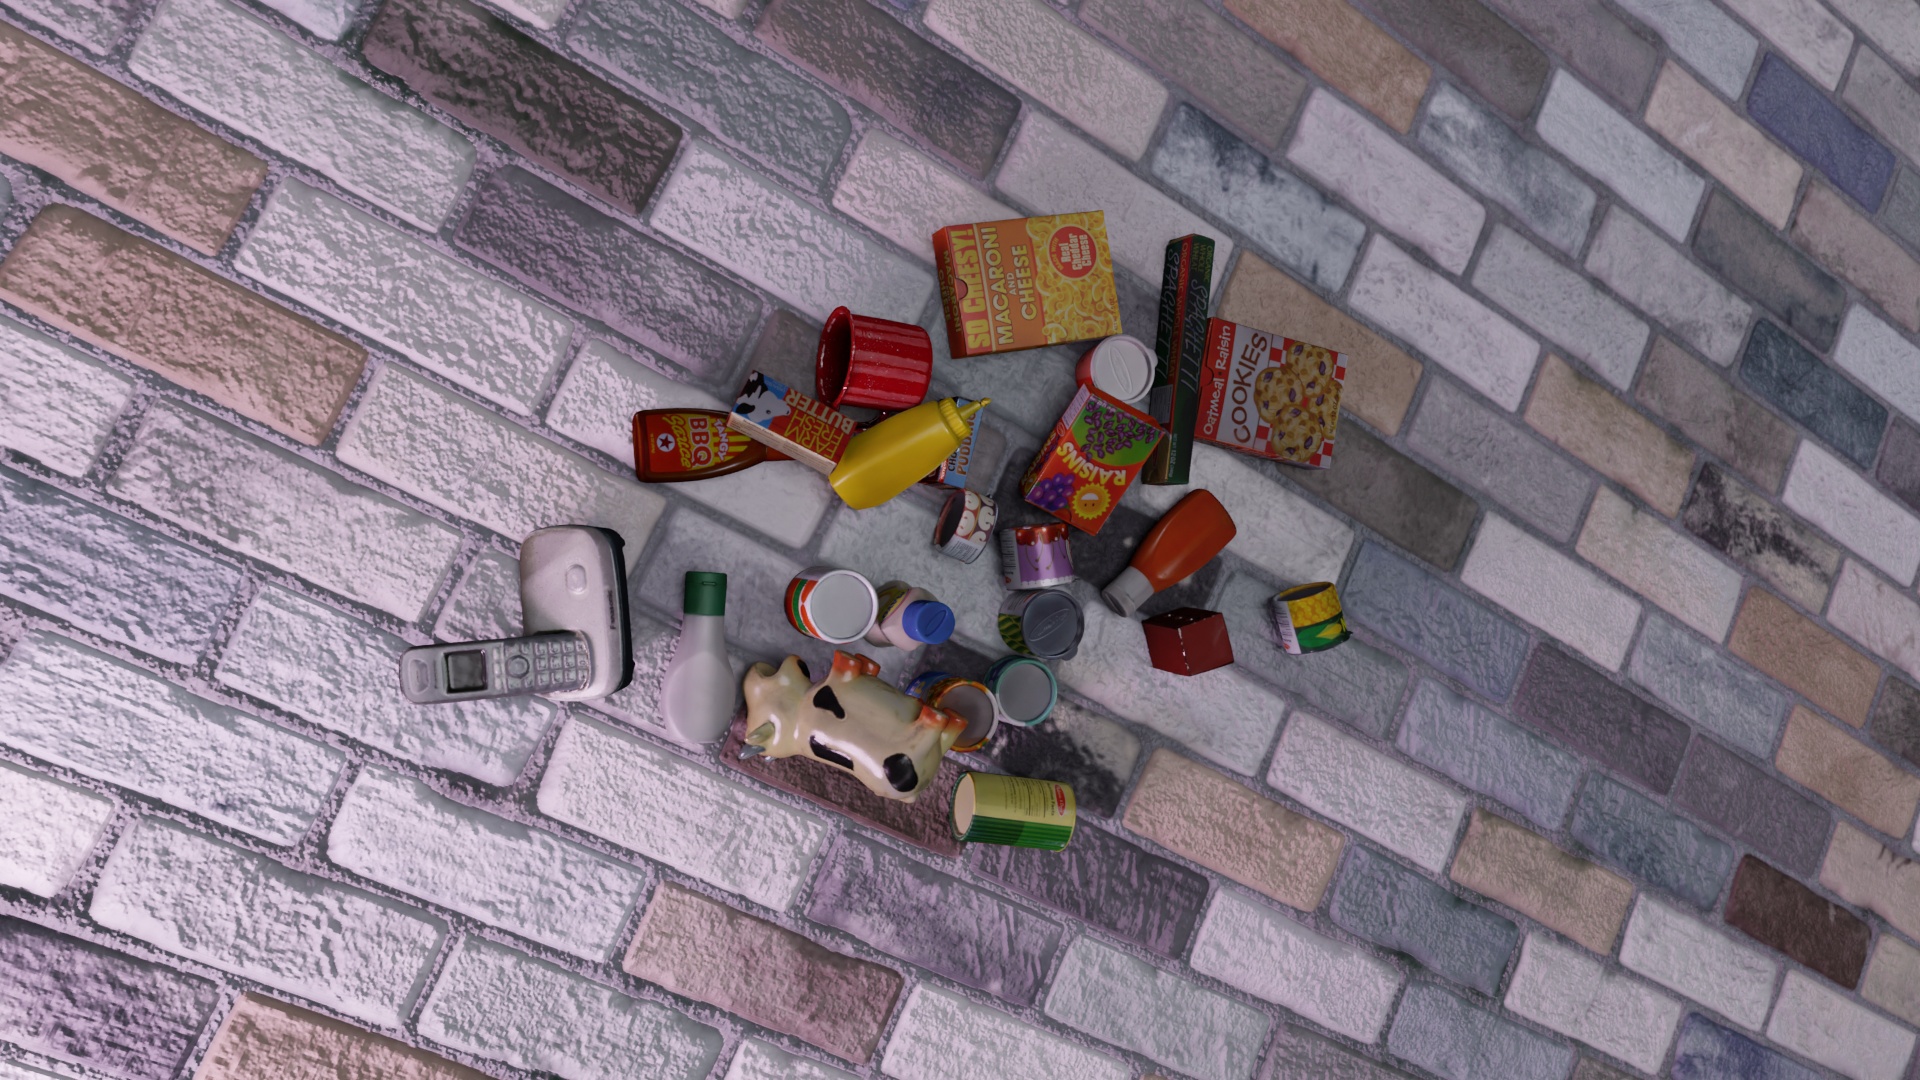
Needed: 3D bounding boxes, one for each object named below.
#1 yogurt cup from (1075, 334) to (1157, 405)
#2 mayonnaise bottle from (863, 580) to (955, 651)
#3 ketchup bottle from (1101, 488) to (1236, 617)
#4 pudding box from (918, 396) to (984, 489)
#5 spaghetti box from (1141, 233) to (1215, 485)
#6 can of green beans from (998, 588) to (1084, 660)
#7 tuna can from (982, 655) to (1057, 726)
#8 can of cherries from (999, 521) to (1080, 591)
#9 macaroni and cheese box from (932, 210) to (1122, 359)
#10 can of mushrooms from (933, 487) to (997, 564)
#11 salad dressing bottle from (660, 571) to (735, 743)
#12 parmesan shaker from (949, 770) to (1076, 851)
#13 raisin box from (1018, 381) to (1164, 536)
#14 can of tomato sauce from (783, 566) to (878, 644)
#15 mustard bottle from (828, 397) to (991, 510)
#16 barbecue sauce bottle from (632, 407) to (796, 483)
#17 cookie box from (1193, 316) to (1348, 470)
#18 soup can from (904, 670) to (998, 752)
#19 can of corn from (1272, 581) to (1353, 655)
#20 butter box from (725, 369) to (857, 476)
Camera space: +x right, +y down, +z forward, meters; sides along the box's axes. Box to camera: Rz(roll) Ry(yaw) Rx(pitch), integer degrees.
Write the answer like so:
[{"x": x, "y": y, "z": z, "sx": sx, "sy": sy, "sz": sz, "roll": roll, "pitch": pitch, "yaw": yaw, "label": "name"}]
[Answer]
[{"x": 0.147, "y": -0.164, "z": 1.352, "sx": 0.072, "sy": 0.054, "sz": 0.072, "roll": 0, "pitch": 90, "yaw": -21, "label": "yogurt cup"}, {"x": -0.047, "y": 0.068, "z": 1.227, "sx": 0.041, "sy": 0.148, "sz": 0.065, "roll": 43, "pitch": 76, "yaw": -16, "label": "mayonnaise bottle"}, {"x": 0.205, "y": 0.016, "z": 1.379, "sx": 0.149, "sy": 0.043, "sz": 0.064, "roll": -41, "pitch": 103, "yaw": -16, "label": "ketchup bottle"}, {"x": -0.009, "y": -0.090, "z": 1.295, "sx": 0.030, "sy": 0.049, "sz": 0.084, "roll": 17, "pitch": 84, "yaw": -24, "label": "pudding box"}, {"x": 0.216, "y": -0.178, "z": 1.381, "sx": 0.029, "sy": 0.050, "sz": 0.250, "roll": 8, "pitch": 87, "yaw": -23, "label": "spaghetti box"}, {"x": 0.076, "y": 0.078, "z": 1.322, "sx": 0.071, "sy": 0.058, "sz": 0.071, "roll": 0, "pitch": 90, "yaw": -21, "label": "can of green beans"}, {"x": 0.059, "y": 0.142, "z": 1.329, "sx": 0.071, "sy": 0.033, "sz": 0.071, "roll": 0, "pitch": 90, "yaw": -21, "label": "tuna can"}, {"x": 0.075, "y": 0.014, "z": 1.318, "sx": 0.071, "sy": 0.071, "sz": 0.058, "roll": -8, "pitch": 92, "yaw": -21, "label": "can of cherries"}, {"x": 0.065, "y": -0.246, "z": 1.329, "sx": 0.167, "sy": 0.040, "sz": 0.123, "roll": -11, "pitch": 93, "yaw": -21, "label": "macaroni and cheese box"}, {"x": 0.005, "y": -0.016, "z": 1.292, "sx": 0.033, "sy": 0.071, "sz": 0.071, "roll": 22, "pitch": 82, "yaw": -19, "label": "can of mushrooms"}, {"x": -0.227, "y": 0.101, "z": 1.215, "sx": 0.064, "sy": 0.044, "sz": 0.147, "roll": 5, "pitch": 87, "yaw": -19, "label": "salad dressing bottle"}, {"x": 0.048, "y": 0.253, "z": 1.309, "sx": 0.103, "sy": 0.071, "sz": 0.071, "roll": 10, "pitch": 86, "yaw": -20, "label": "parmesan shaker"}, {"x": 0.124, "y": -0.077, "z": 1.324, "sx": 0.086, "sy": 0.040, "sz": 0.123, "roll": 26, "pitch": 110, "yaw": -20, "label": "raisin box"}, {"x": -0.115, "y": 0.059, "z": 1.236, "sx": 0.071, "sy": 0.083, "sz": 0.071, "roll": 0, "pitch": 90, "yaw": -21, "label": "can of tomato sauce"}, {"x": -0.042, "y": -0.087, "z": 1.247, "sx": 0.160, "sy": 0.049, "sz": 0.065, "roll": -30, "pitch": 142, "yaw": 8, "label": "mustard bottle"}, {"x": -0.210, "y": -0.085, "z": 1.221, "sx": 0.149, "sy": 0.043, "sz": 0.065, "roll": -4, "pitch": 85, "yaw": -21, "label": "barbecue sauce bottle"}, {"x": 0.309, "y": -0.149, "z": 1.421, "sx": 0.167, "sy": 0.040, "sz": 0.123, "roll": 12, "pitch": 86, "yaw": -20, "label": "cookie box"}, {"x": -0.012, "y": 0.157, "z": 1.274, "sx": 0.071, "sy": 0.083, "sz": 0.071, "roll": 0, "pitch": 90, "yaw": -20, "label": "soup can"}, {"x": 0.362, "y": 0.079, "z": 1.426, "sx": 0.071, "sy": 0.071, "sz": 0.058, "roll": -20, "pitch": 97, "yaw": -20, "label": "can of corn"}, {"x": -0.147, "y": -0.102, "z": 1.213, "sx": 0.103, "sy": 0.024, "sz": 0.053, "roll": 26, "pitch": 58, "yaw": -9, "label": "butter box"}]
